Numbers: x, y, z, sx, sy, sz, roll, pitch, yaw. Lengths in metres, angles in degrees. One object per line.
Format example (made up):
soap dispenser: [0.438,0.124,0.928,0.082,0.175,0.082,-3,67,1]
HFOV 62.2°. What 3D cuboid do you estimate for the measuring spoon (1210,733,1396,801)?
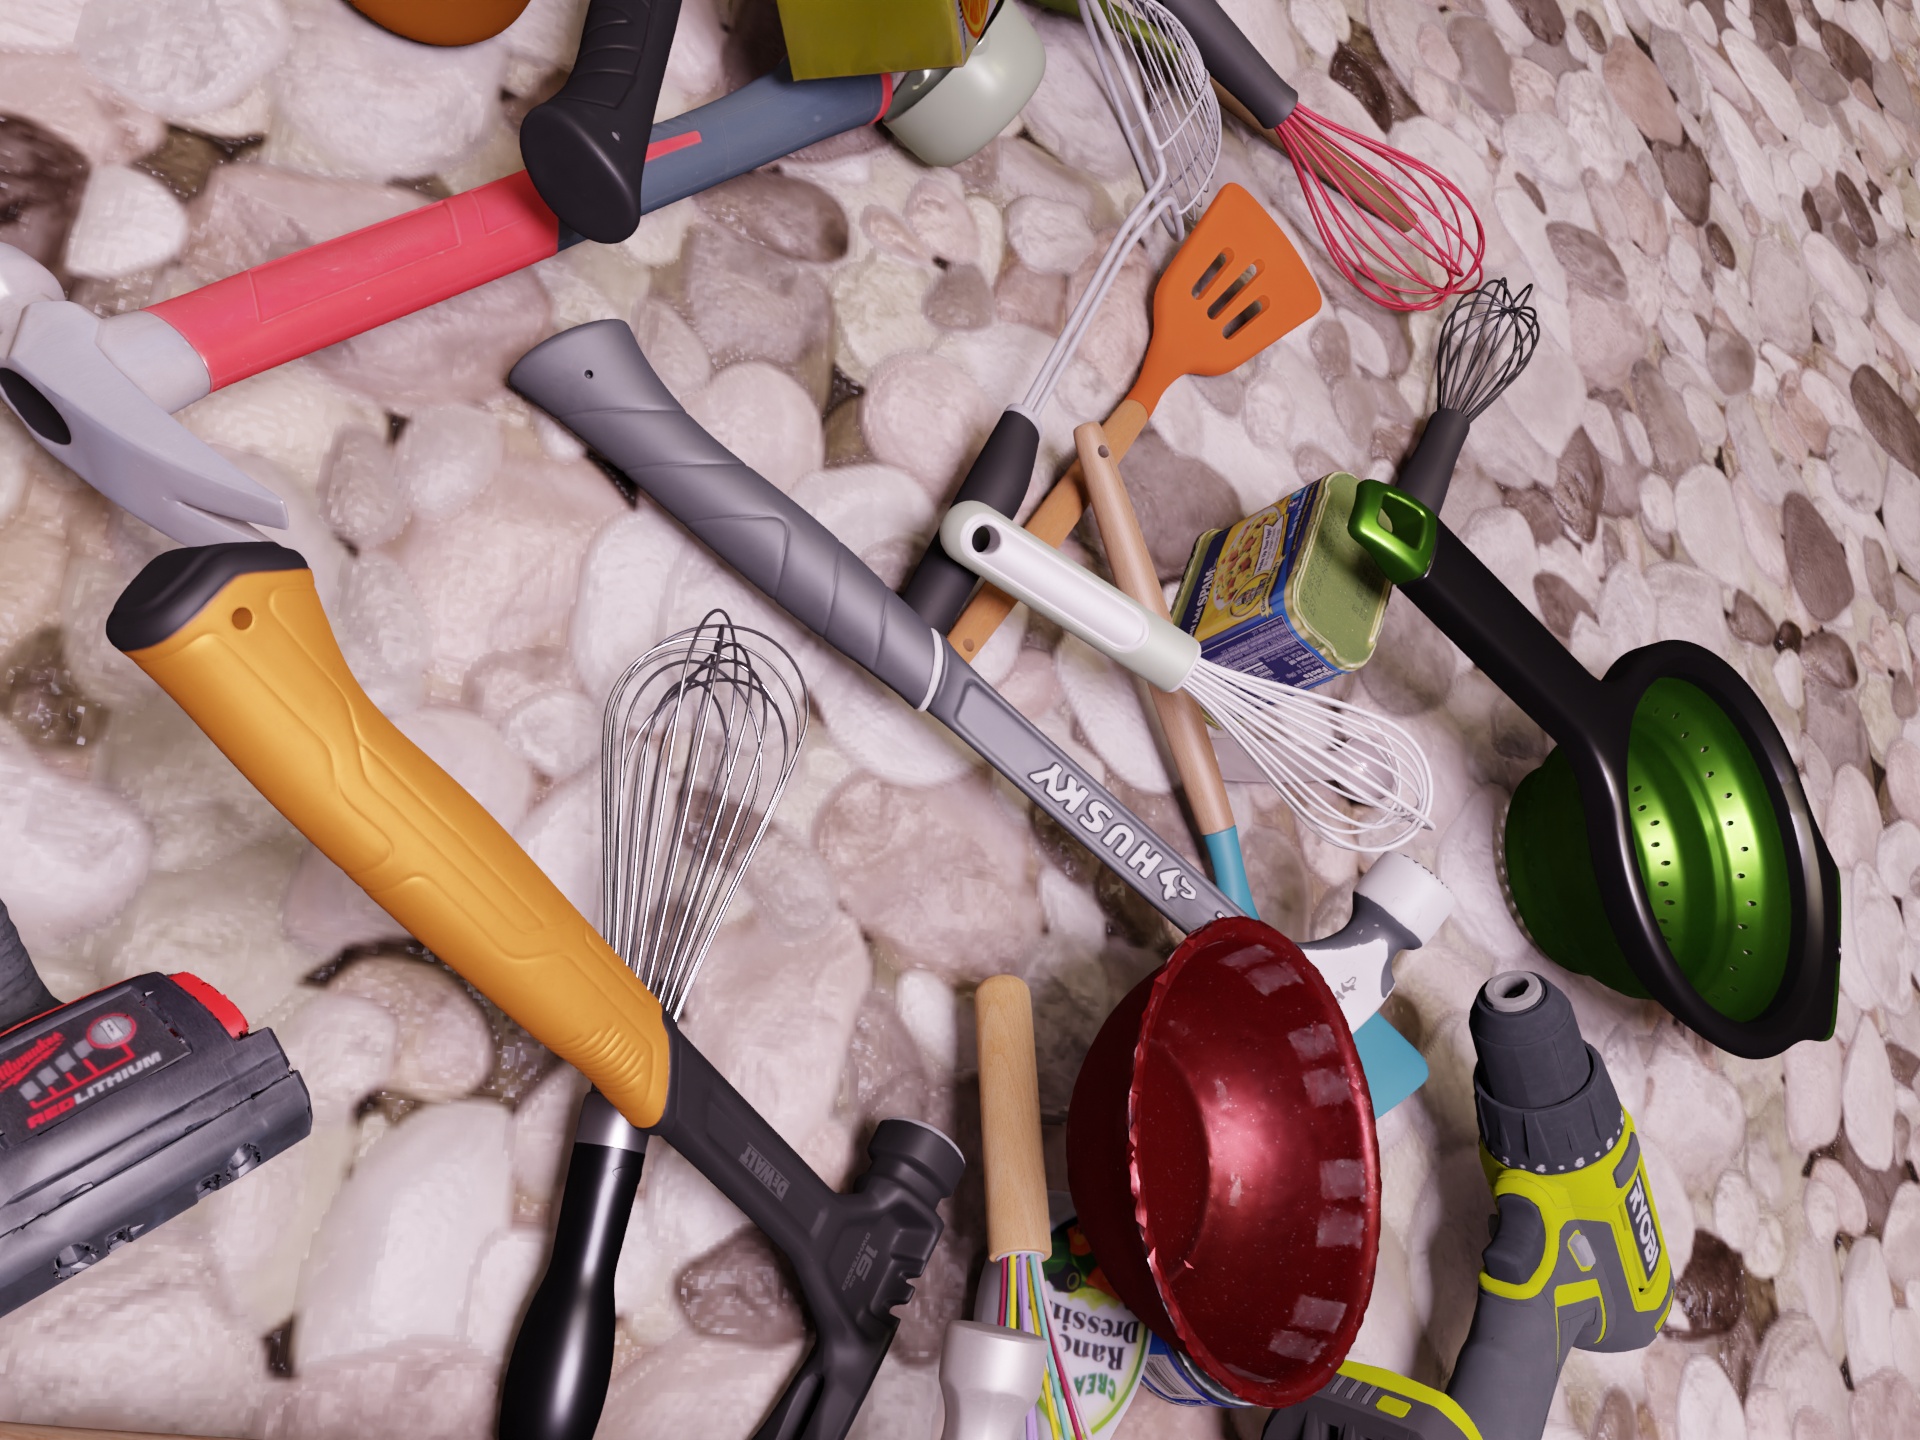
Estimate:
measuring spoon: [0.151,0.022,0.741,0.124,0.018,0.034,4,71,-27]

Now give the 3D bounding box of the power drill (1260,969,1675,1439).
power drill: [0.212,0.232,0.636,0.228,0.080,0.190,-44,121,-37]

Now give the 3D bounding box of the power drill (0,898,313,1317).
power drill: [-0.250,0.024,0.375,0.078,0.143,0.219,-30,94,-41]

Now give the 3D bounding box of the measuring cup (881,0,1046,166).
measuring cup: [0.033,-0.316,0.713,0.038,0.083,0.167,43,82,-25]

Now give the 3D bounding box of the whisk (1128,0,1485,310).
whisk: [0.177,-0.304,0.824,0.295,0.073,0.073,30,58,-33]

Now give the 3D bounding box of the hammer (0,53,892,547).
hammer: [-0.137,-0.174,0.566,0.143,0.038,0.386,35,47,16]

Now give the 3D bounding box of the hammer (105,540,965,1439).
hammer: [-0.103,0.089,0.437,0.336,0.034,0.127,58,47,-36]

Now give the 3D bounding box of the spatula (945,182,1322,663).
spatula: [0.075,-0.130,0.724,0.081,0.041,0.323,48,54,-18]

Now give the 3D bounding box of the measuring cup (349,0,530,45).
measuring cup: [-0.227,-0.321,0.577,0.173,0.052,0.095,40,55,-15]

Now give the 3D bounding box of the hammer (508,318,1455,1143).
hammer: [-0.001,-0.002,0.604,0.409,0.036,0.149,41,86,-9]

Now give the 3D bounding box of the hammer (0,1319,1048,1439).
hammer: [-0.130,0.202,0.394,0.331,0.031,0.130,16,74,-24]

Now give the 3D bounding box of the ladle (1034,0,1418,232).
ladle: [0.144,-0.350,0.846,0.320,0.062,0.078,22,44,-30]

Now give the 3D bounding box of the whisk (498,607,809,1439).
whisk: [-0.103,0.096,0.507,0.070,0.070,0.285,21,67,-28]

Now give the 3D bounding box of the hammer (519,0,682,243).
hammer: [-0.111,-0.304,0.610,0.146,0.035,0.335,34,46,-38]

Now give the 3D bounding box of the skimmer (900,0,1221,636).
skimmer: [0.028,-0.181,0.708,0.363,0.090,0.127,-63,147,-21]

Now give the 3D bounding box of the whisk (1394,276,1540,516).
whisk: [0.270,-0.162,0.871,0.055,0.055,0.239,41,58,-16]

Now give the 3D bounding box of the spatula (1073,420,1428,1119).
spatula: [0.110,0.020,0.680,0.082,0.044,0.317,-20,91,-31]

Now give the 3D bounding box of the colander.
colander: [0.284,0.025,0.763,0.396,0.094,0.205,37,56,-26]

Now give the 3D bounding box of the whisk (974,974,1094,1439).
whisk: [0.022,0.201,0.526,0.047,0.051,0.245,15,52,-26]

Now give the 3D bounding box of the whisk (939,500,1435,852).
whisk: [0.096,-0.017,0.645,0.246,0.059,0.058,31,91,-14]
